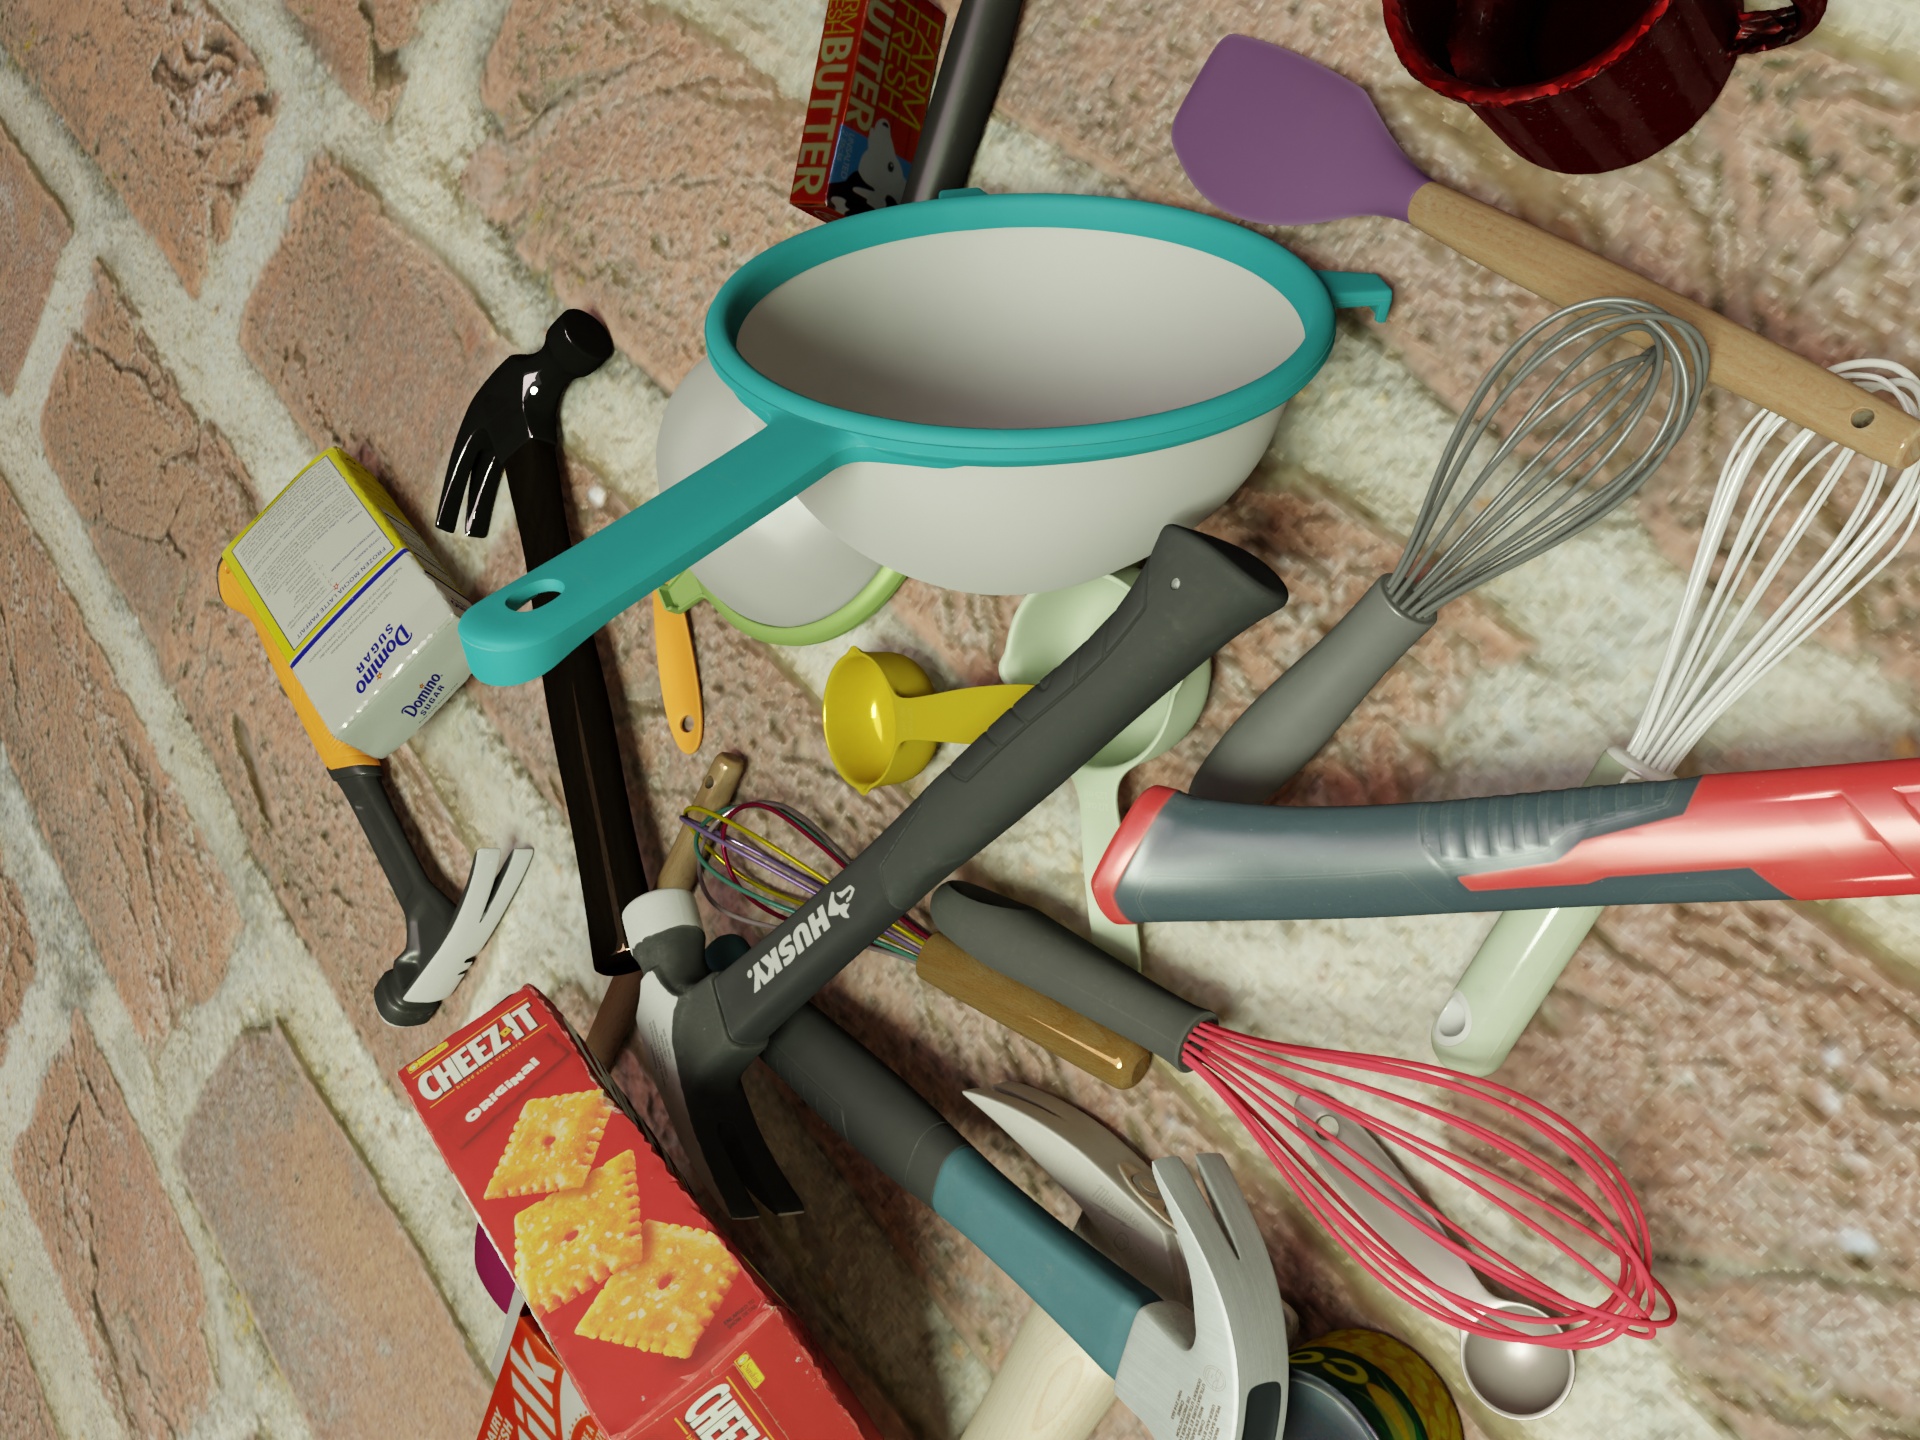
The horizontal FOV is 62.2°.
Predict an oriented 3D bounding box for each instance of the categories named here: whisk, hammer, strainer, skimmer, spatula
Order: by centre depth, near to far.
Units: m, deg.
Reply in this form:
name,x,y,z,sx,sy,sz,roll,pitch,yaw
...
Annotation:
name,x,y,z,sx,sy,sz,roll,pitch,yaw
hammer,0.216,0.047,0.432,0.386,0.038,0.143,-8,96,32
whisk,0.210,0.008,0.477,0.058,0.059,0.246,-110,43,-64
whisk,0.138,-0.037,0.502,0.055,0.055,0.239,60,137,25
spatula,0.165,-0.155,0.509,0.316,0.018,0.059,48,116,43
strainer,-0.017,-0.074,0.522,0.211,0.340,0.095,23,135,29
whisk,0.095,0.117,0.534,0.296,0.073,0.073,25,101,40
hammer,-0.013,0.051,0.563,0.334,0.035,0.146,-43,54,32
hammer,-0.011,0.165,0.589,0.331,0.033,0.128,27,103,48
skimmer,0.031,-0.359,0.616,0.127,0.090,0.363,20,102,5
hammer,-0.025,0.341,0.628,0.146,0.038,0.410,38,108,35
whisk,-0.026,0.088,0.655,0.245,0.051,0.047,24,121,32
strainer,-0.046,-0.096,0.661,0.256,0.069,0.151,19,97,36
hammer,-0.196,-0.035,0.783,0.130,0.031,0.332,-31,64,33
hammer,-0.352,0.007,0.909,0.127,0.034,0.337,-52,58,22

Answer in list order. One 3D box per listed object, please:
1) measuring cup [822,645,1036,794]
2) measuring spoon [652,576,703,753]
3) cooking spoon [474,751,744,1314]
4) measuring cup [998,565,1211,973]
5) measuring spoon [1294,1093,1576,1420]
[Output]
name,x,y,z,sx,sy,sz,roll,pitch,yaw
measuring cup,-0.001,-0.002,0.623,0.156,0.029,0.062,-2,92,51
measuring spoon,-0.136,-0.041,0.766,0.021,0.011,0.117,-14,81,25
cooking spoon,-0.173,0.154,0.768,0.069,0.017,0.319,37,108,35
measuring cup,0.062,0.023,0.598,0.083,0.038,0.167,3,104,41
measuring spoon,0.153,0.172,0.524,0.034,0.018,0.124,-44,54,8
